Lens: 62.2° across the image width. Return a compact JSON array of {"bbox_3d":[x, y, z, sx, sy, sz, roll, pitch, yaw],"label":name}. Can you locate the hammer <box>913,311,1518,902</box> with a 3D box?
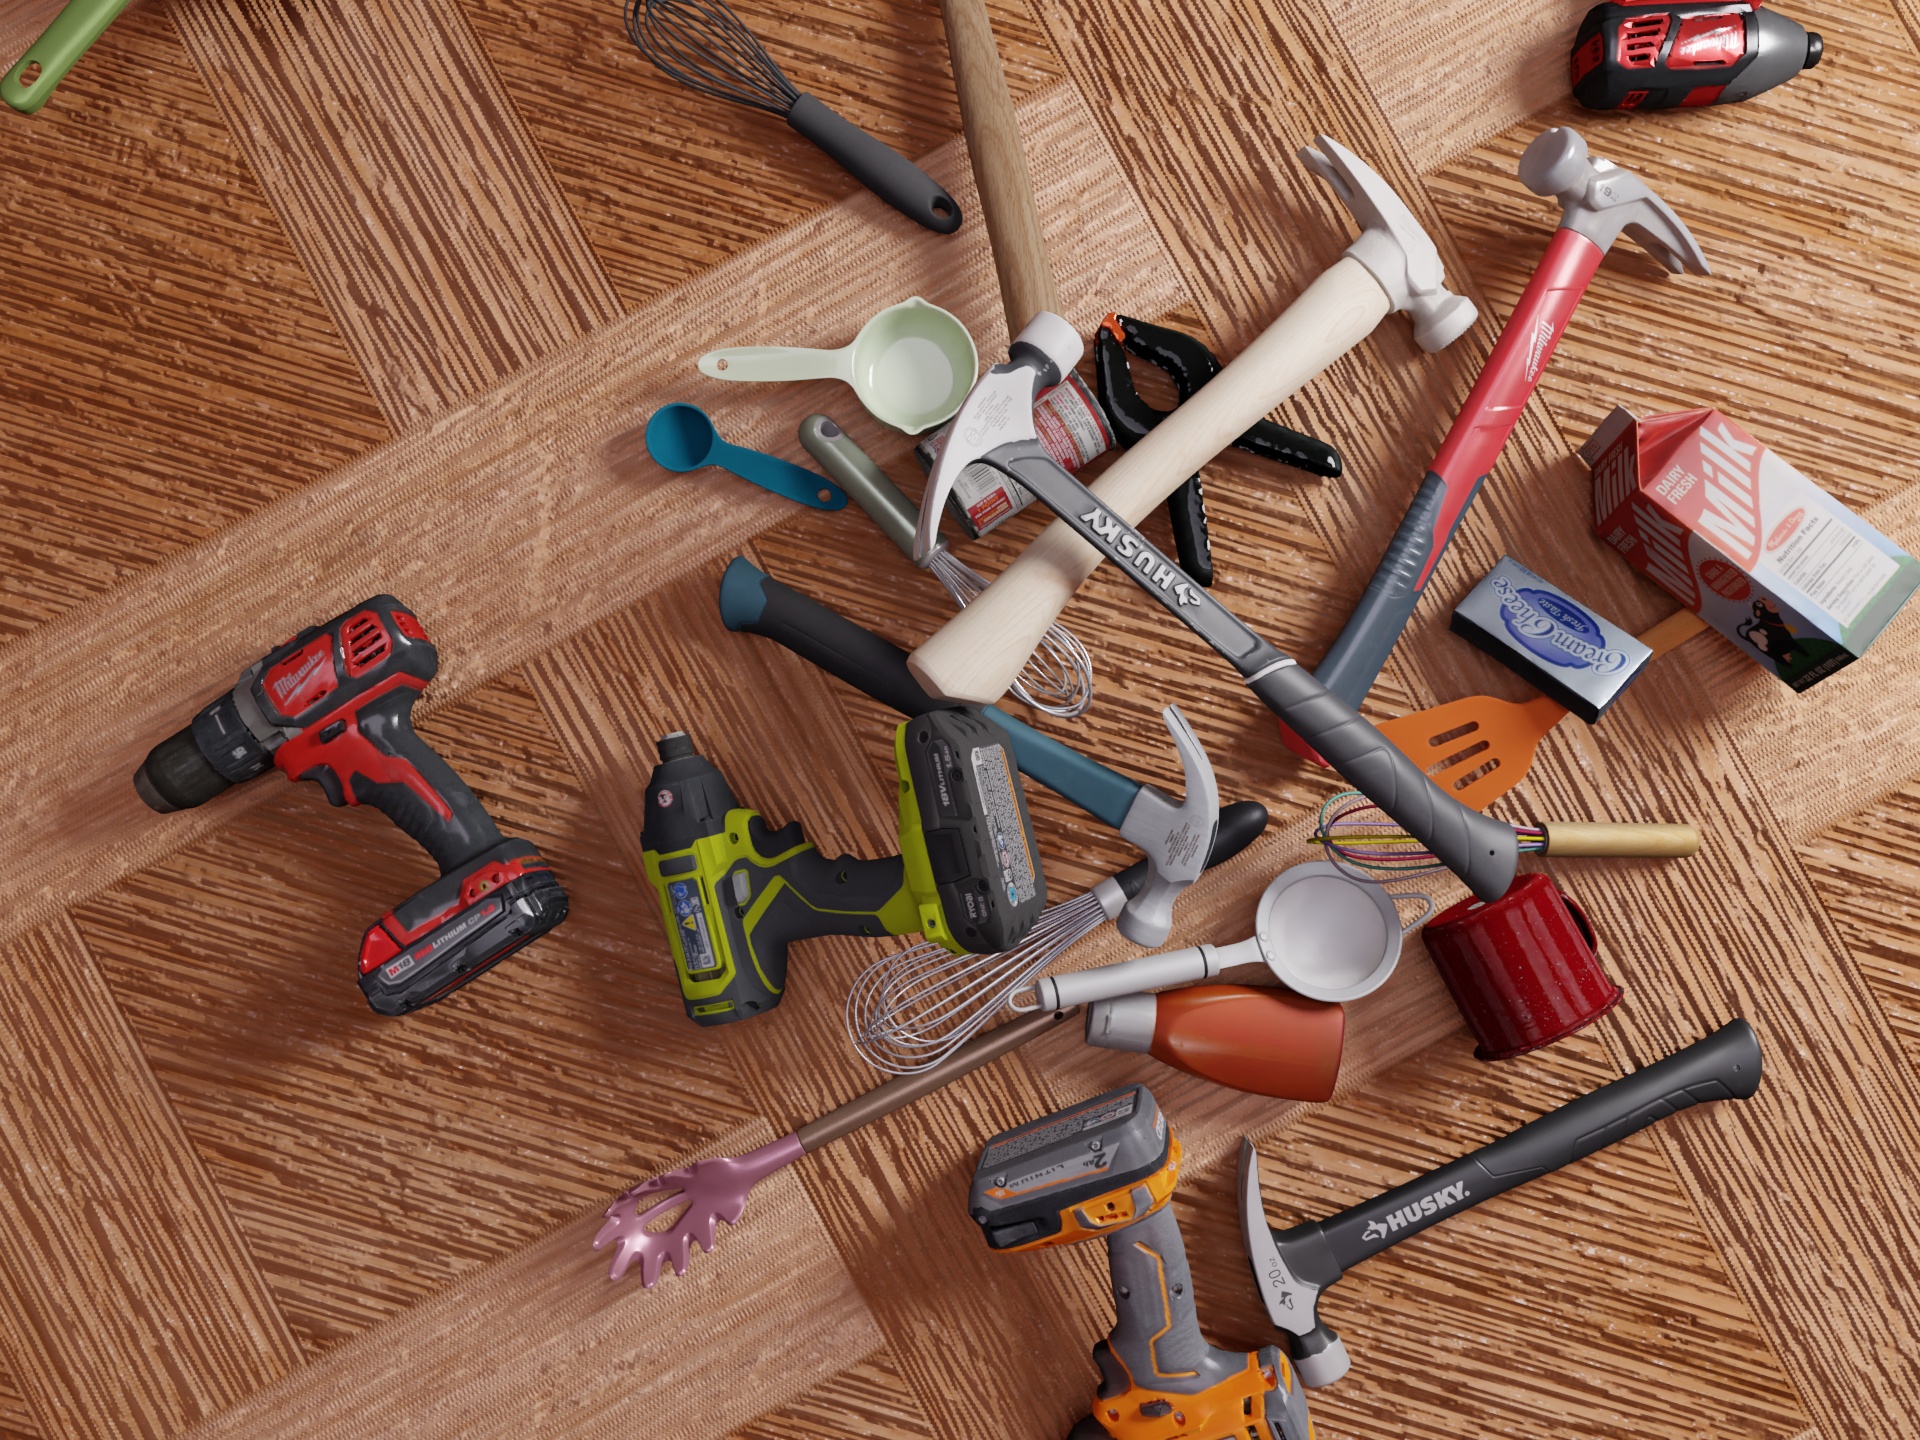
[{"bbox_3d":[0.152,-0.036,0.869,0.409,0.036,0.149,40,75,-9],"label":"hammer"}]

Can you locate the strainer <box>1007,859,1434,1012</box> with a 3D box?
[{"bbox_3d":[0.152,0.139,0.935,0.258,0.050,0.087,-10,65,-10],"label":"strainer"}]

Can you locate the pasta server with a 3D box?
[{"bbox_3d":[-0.070,0.243,0.950,0.316,0.040,0.060,-26,101,-2],"label":"pasta server"}]

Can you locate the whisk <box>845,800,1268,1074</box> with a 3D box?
[{"bbox_3d":[0.062,0.123,0.947,0.284,0.070,0.070,-28,89,-6],"label":"whisk"}]

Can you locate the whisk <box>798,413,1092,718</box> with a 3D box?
[{"bbox_3d":[-0.010,-0.094,0.958,0.246,0.059,0.058,46,52,5],"label":"whisk"}]

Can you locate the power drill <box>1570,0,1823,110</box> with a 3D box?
[{"bbox_3d":[0.442,-0.480,0.955,0.143,0.078,0.219,-2,91,0],"label":"power drill"}]

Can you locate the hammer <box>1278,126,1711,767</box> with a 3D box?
[{"bbox_3d":[0.308,-0.142,0.952,0.143,0.038,0.386,25,95,-28],"label":"hammer"}]

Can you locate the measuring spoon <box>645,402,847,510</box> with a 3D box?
[{"bbox_3d":[-0.130,-0.155,0.973,0.128,0.021,0.042,21,88,-9],"label":"measuring spoon"}]

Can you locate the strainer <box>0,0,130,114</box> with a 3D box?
[{"bbox_3d":[-0.469,-0.454,0.949,0.151,0.069,0.256,41,89,-2],"label":"strainer"}]

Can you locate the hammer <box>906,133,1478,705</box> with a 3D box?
[{"bbox_3d":[0.120,-0.164,0.909,0.410,0.038,0.146,-43,98,-14],"label":"hammer"}]

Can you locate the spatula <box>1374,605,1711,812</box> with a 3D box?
[{"bbox_3d":[0.404,-0.039,0.969,0.322,0.041,0.081,-30,90,-5],"label":"spatula"}]

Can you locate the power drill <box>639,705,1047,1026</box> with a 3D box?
[{"bbox_3d":[-0.077,0.072,0.906,0.223,0.080,0.171,-14,89,23],"label":"power drill"}]

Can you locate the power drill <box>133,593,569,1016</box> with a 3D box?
[{"bbox_3d":[-0.358,0.061,0.935,0.188,0.080,0.227,-32,86,-1],"label":"power drill"}]

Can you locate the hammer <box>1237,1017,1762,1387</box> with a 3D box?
[{"bbox_3d":[0.324,0.261,0.953,0.335,0.035,0.146,-25,89,-1],"label":"hammer"}]

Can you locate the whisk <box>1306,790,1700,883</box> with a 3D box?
[{"bbox_3d":[0.324,0.070,0.950,0.245,0.047,0.051,1,53,-9],"label":"whisk"}]

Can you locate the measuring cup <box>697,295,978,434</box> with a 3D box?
[{"bbox_3d":[-0.073,-0.211,0.962,0.167,0.038,0.083,1,89,2],"label":"measuring cup"}]

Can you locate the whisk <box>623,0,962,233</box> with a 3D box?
[{"bbox_3d":[-0.099,-0.368,0.962,0.239,0.055,0.055,35,89,-4],"label":"whisk"}]

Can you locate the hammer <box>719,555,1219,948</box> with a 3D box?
[{"bbox_3d":[-0.001,-0.003,0.924,0.331,0.033,0.128,29,106,13],"label":"hammer"}]

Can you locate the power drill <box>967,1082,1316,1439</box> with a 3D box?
[{"bbox_3d":[0.088,0.345,0.924,0.164,0.084,0.226,-24,93,11],"label":"power drill"}]

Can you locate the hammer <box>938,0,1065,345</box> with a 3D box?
[{"bbox_3d":[0.015,-0.380,0.958,0.130,0.031,0.331,-13,84,-2],"label":"hammer"}]
